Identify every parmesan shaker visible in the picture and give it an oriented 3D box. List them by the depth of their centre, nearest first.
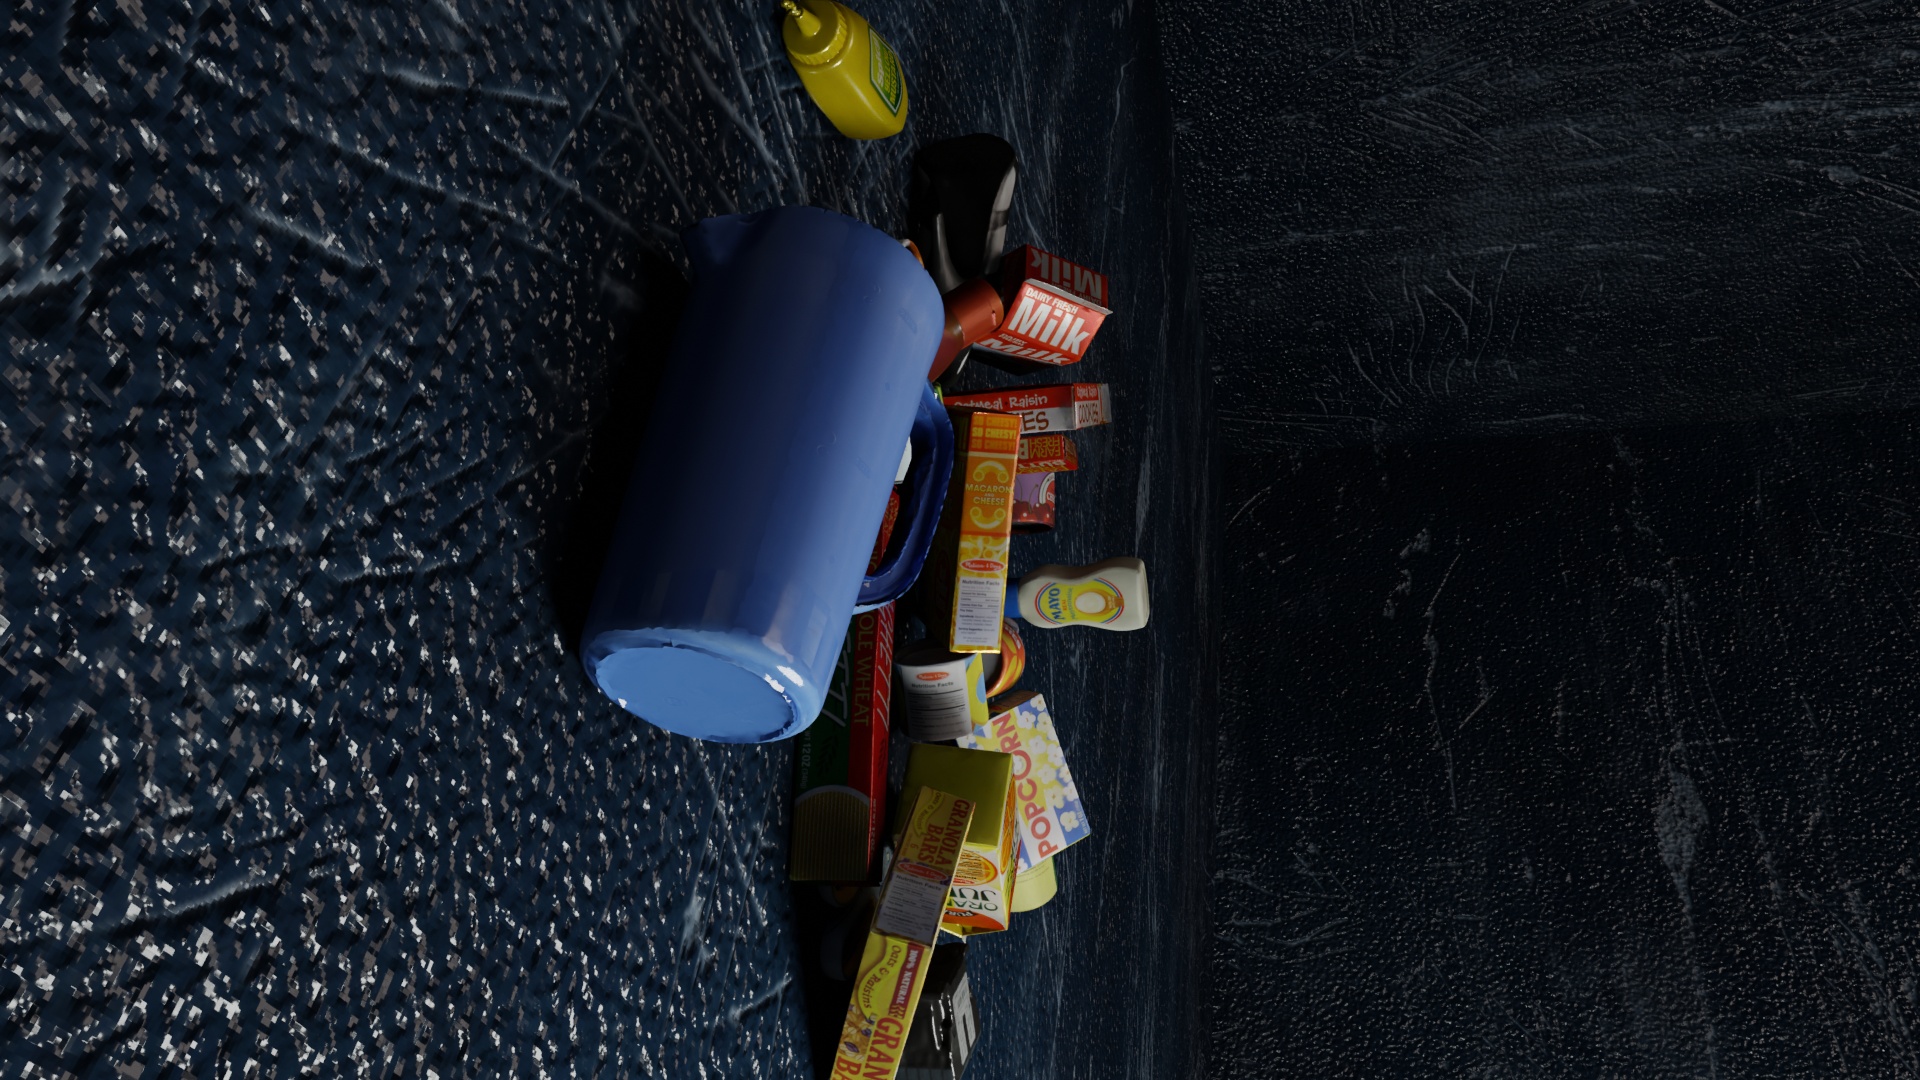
[{"bbox_3d":[0.041,0.255,1.179,0.071,0.071,0.102,-61,145,-62],"label":"parmesan shaker"}]

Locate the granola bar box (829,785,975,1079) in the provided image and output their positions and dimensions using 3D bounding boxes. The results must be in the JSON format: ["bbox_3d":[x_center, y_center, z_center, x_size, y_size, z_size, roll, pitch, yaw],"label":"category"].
[{"bbox_3d":[-0.037,0.251,0.840,0.125,0.039,0.164,-67,173,-58],"label":"granola bar box"}]

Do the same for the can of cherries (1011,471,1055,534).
[{"bbox_3d":[0.057,-0.039,1.275,0.071,0.071,0.058,36,53,-70],"label":"can of cherries"}]

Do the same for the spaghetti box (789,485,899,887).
[{"bbox_3d":[-0.069,0.082,0.849,0.028,0.050,0.251,50,39,-67],"label":"spaghetti box"}]

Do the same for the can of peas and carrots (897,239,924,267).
[{"bbox_3d":[-0.057,-0.163,0.925,0.071,0.059,0.071,-4,91,-74],"label":"can of peas and carrots"}]

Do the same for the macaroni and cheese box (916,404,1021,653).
[{"bbox_3d":[0.004,-0.013,1.005,0.124,0.040,0.166,-150,-116,-75],"label":"macaroni and cheese box"}]

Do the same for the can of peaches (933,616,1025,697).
[{"bbox_3d":[0.014,0.092,1.104,0.058,0.071,0.071,8,79,-73],"label":"can of peaches"}]

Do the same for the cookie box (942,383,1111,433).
[{"bbox_3d":[0.054,-0.111,1.187,0.168,0.123,0.040,-21,106,-73],"label":"cookie box"}]

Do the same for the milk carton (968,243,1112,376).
[{"bbox_3d":[0.056,-0.184,1.114,0.190,0.072,0.073,-175,-77,-74],"label":"milk carton"}]

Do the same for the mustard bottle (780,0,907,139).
[{"bbox_3d":[-0.078,-0.311,0.899,0.160,0.049,0.065,12,73,-74],"label":"mustard bottle"}]

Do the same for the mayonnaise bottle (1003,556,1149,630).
[{"bbox_3d":[0.091,0.050,1.237,0.041,0.148,0.064,-57,141,-64],"label":"mayonnaise bottle"}]

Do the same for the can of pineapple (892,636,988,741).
[{"bbox_3d":[-0.015,0.106,1.007,0.071,0.071,0.057,-42,128,-70],"label":"can of pineapple"}]

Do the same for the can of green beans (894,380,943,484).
[{"bbox_3d":[-0.042,-0.075,0.949,0.071,0.071,0.057,-52,136,-67],"label":"can of green beans"}]

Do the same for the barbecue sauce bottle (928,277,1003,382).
[{"bbox_3d":[-0.037,-0.118,0.872,0.149,0.044,0.064,-35,139,-28],"label":"barbecue sauce bottle"}]

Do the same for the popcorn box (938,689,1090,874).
[{"bbox_3d":[0.042,0.194,1.106,0.038,0.085,0.126,-6,-75,64],"label":"popcorn box"}]

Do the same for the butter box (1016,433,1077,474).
[{"bbox_3d":[0.045,-0.071,1.182,0.053,0.103,0.024,20,66,-72],"label":"butter box"}]

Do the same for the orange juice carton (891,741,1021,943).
[{"bbox_3d":[0.002,0.222,0.992,0.191,0.073,0.072,83,15,-54],"label":"orange juice carton"}]
